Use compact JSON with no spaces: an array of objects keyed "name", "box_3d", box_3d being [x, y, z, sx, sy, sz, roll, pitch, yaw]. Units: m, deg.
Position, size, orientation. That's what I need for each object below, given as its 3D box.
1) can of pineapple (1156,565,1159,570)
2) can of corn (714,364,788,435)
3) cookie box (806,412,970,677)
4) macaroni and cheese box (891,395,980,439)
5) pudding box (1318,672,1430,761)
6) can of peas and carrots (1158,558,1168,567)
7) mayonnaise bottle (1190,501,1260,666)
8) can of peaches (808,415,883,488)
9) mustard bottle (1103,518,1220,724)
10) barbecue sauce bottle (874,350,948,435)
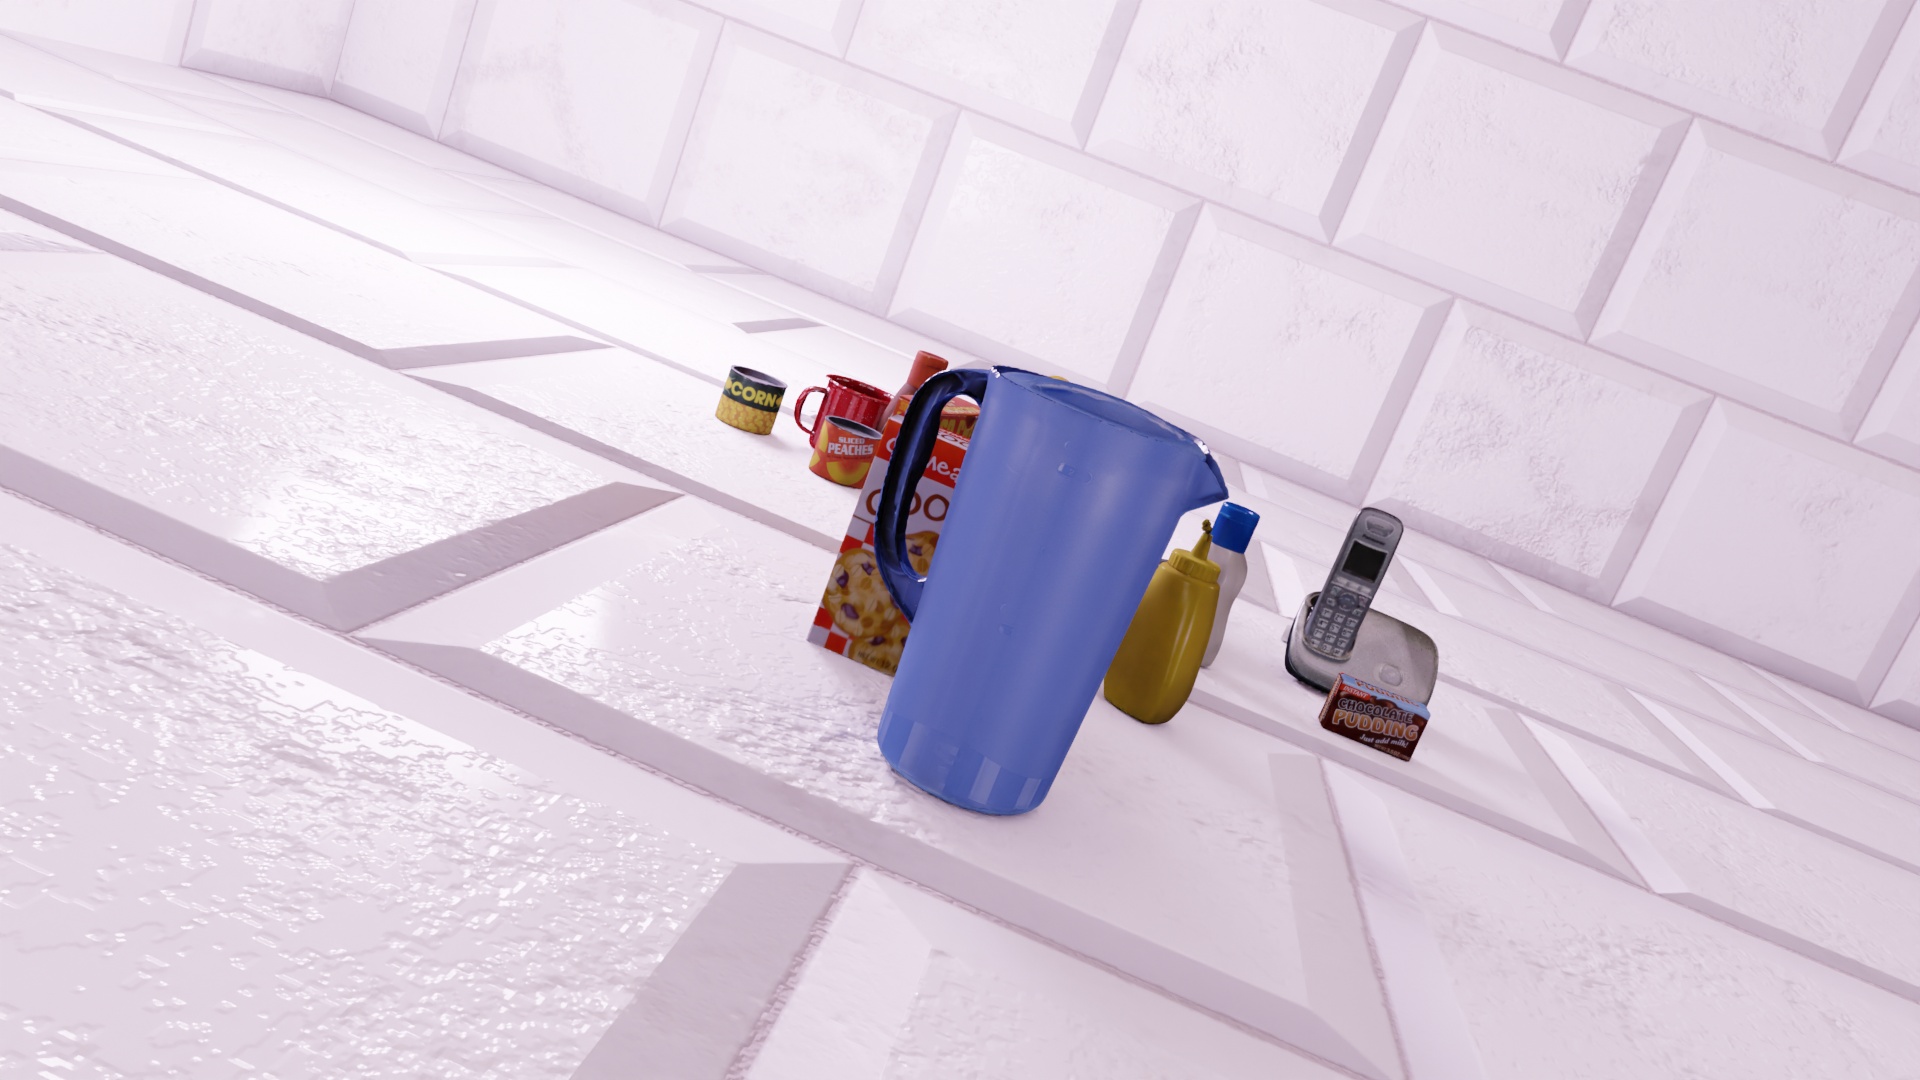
[{"name":"can of pineapple","box_3d":[0.157,0.045,1.332,0.071,0.057,0.071,20,13,-5]},{"name":"can of corn","box_3d":[-0.230,-0.154,1.528,0.071,0.058,0.071,20,13,-5]},{"name":"cookie box","box_3d":[-0.017,0.013,0.944,0.123,0.167,0.040,23,12,7]},{"name":"macaroni and cheese box","box_3d":[-0.036,-0.029,1.086,0.040,0.166,0.124,25,13,17]},{"name":"pudding box","box_3d":[0.366,0.156,1.229,0.084,0.049,0.030,22,12,3]},{"name":"can of peas and carrots","box_3d":[0.216,0.059,1.368,0.071,0.058,0.071,20,13,-5]},{"name":"mayonnaise bottle","box_3d":[0.229,0.038,1.271,0.041,0.147,0.065,11,16,-39]},{"name":"can of peaches","box_3d":[-0.119,-0.092,1.451,0.071,0.058,0.071,20,13,-5]},{"name":"mustard bottle","box_3d":[0.163,0.059,1.055,0.065,0.159,0.049,31,16,38]},{"name":"barbecue sauce bottle","box_3d":[-0.055,-0.133,1.517,0.065,0.148,0.044,17,13,-19]}]
